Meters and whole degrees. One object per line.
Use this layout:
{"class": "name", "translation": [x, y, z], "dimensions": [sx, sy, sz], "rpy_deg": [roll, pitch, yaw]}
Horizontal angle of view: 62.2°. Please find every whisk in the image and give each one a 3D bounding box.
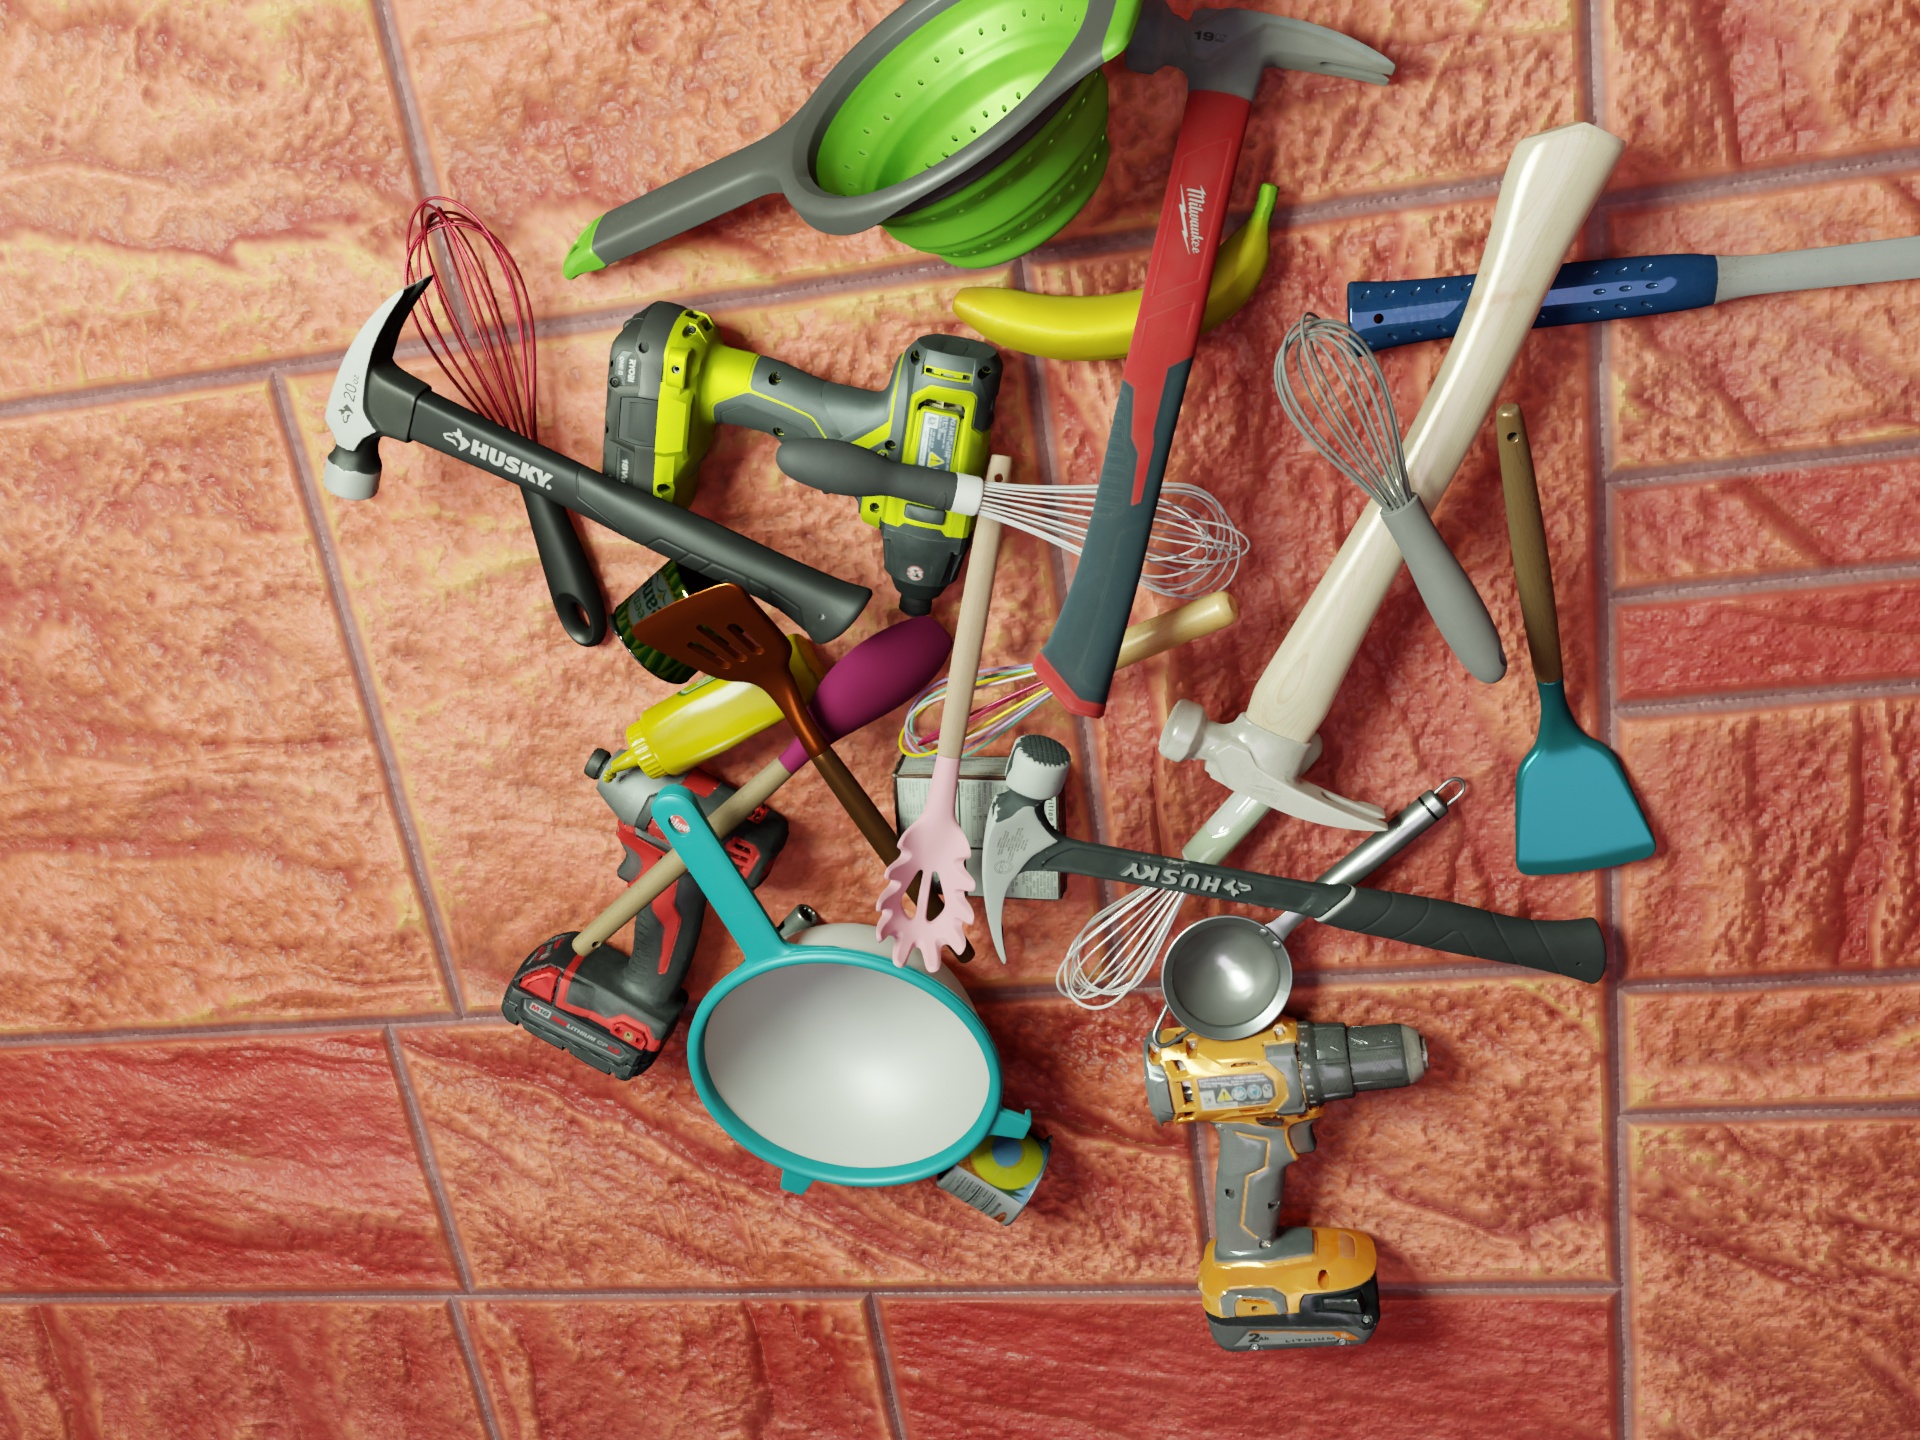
{"class": "whisk", "translation": [0.238, -0.114, 0.858], "dimensions": [0.055, 0.055, 0.238], "rpy_deg": [-29, 109, 19]}
{"class": "whisk", "translation": [-0.279, -0.180, 1.002], "dimensions": [0.073, 0.073, 0.295], "rpy_deg": [-8, 115, 14]}
{"class": "whisk", "translation": [0.034, -0.124, 0.915], "dimensions": [0.284, 0.070, 0.070], "rpy_deg": [10, 113, -14]}
{"class": "whisk", "translation": [0.059, -0.024, 0.975], "dimensions": [0.245, 0.047, 0.051], "rpy_deg": [-22, 100, 31]}
{"class": "whisk", "translation": [0.147, 0.097, 1.031], "dimensions": [0.059, 0.058, 0.246], "rpy_deg": [24, 113, -38]}

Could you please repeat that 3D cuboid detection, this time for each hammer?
{"class": "hammer", "translation": [-0.208, -0.134, 0.931], "dimensions": [0.335, 0.035, 0.146], "rpy_deg": [25, 122, -1]}
{"class": "hammer", "translation": [0.123, -0.188, 0.869], "dimensions": [0.143, 0.038, 0.386], "rpy_deg": [13, 94, 6]}
{"class": "hammer", "translation": [0.416, -0.244, 0.855], "dimensions": [0.405, 0.035, 0.144], "rpy_deg": [-3, 110, 12]}
{"class": "hammer", "translation": [0.209, 0.114, 0.977], "dimensions": [0.409, 0.036, 0.149], "rpy_deg": [12, 120, -9]}
{"class": "hammer", "translation": [0.261, -0.125, 0.894], "dimensions": [0.146, 0.038, 0.410], "rpy_deg": [23, 114, -1]}

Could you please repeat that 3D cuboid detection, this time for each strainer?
{"class": "strainer", "translation": [0.222, 0.122, 1.025], "dimensions": [0.258, 0.050, 0.087], "rpy_deg": [-42, 99, 14]}
{"class": "strainer", "translation": [-0.100, 0.160, 1.056], "dimensions": [0.211, 0.095, 0.340], "rpy_deg": [-20, 116, 19]}

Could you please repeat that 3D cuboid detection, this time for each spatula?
{"class": "spatula", "translation": [-0.078, 0.042, 0.989], "dimensions": [0.081, 0.041, 0.322], "rpy_deg": [-21, 118, 26]}
{"class": "spatula", "translation": [0.340, -0.039, 0.916], "dimensions": [0.082, 0.044, 0.317], "rpy_deg": [-11, 127, 18]}

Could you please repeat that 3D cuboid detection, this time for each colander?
{"class": "colander", "translation": [-0.056, -0.297, 0.889], "dimensions": [0.397, 0.205, 0.094], "rpy_deg": [-12, 140, 32]}

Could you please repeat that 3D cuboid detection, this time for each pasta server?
{"class": "pasta server", "translation": [-0.002, -0.003, 0.966], "dimensions": [0.060, 0.040, 0.316], "rpy_deg": [9, 101, -5]}

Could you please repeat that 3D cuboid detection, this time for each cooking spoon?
{"class": "cooking spoon", "translation": [-0.130, 0.046, 1.017], "dimensions": [0.319, 0.017, 0.068], "rpy_deg": [-41, 139, 7]}

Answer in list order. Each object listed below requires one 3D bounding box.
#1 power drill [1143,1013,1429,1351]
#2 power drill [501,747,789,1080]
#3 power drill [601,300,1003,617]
{"class": "power drill", "translation": [0.232, 0.305, 1.076], "dimensions": [0.185, 0.084, 0.226], "rpy_deg": [-9, 103, 14]}
{"class": "power drill", "translation": [-0.224, 0.126, 1.097], "dimensions": [0.143, 0.078, 0.219], "rpy_deg": [29, 110, -2]}
{"class": "power drill", "translation": [-0.097, -0.159, 0.964], "dimensions": [0.223, 0.080, 0.171], "rpy_deg": [12, 117, 3]}
